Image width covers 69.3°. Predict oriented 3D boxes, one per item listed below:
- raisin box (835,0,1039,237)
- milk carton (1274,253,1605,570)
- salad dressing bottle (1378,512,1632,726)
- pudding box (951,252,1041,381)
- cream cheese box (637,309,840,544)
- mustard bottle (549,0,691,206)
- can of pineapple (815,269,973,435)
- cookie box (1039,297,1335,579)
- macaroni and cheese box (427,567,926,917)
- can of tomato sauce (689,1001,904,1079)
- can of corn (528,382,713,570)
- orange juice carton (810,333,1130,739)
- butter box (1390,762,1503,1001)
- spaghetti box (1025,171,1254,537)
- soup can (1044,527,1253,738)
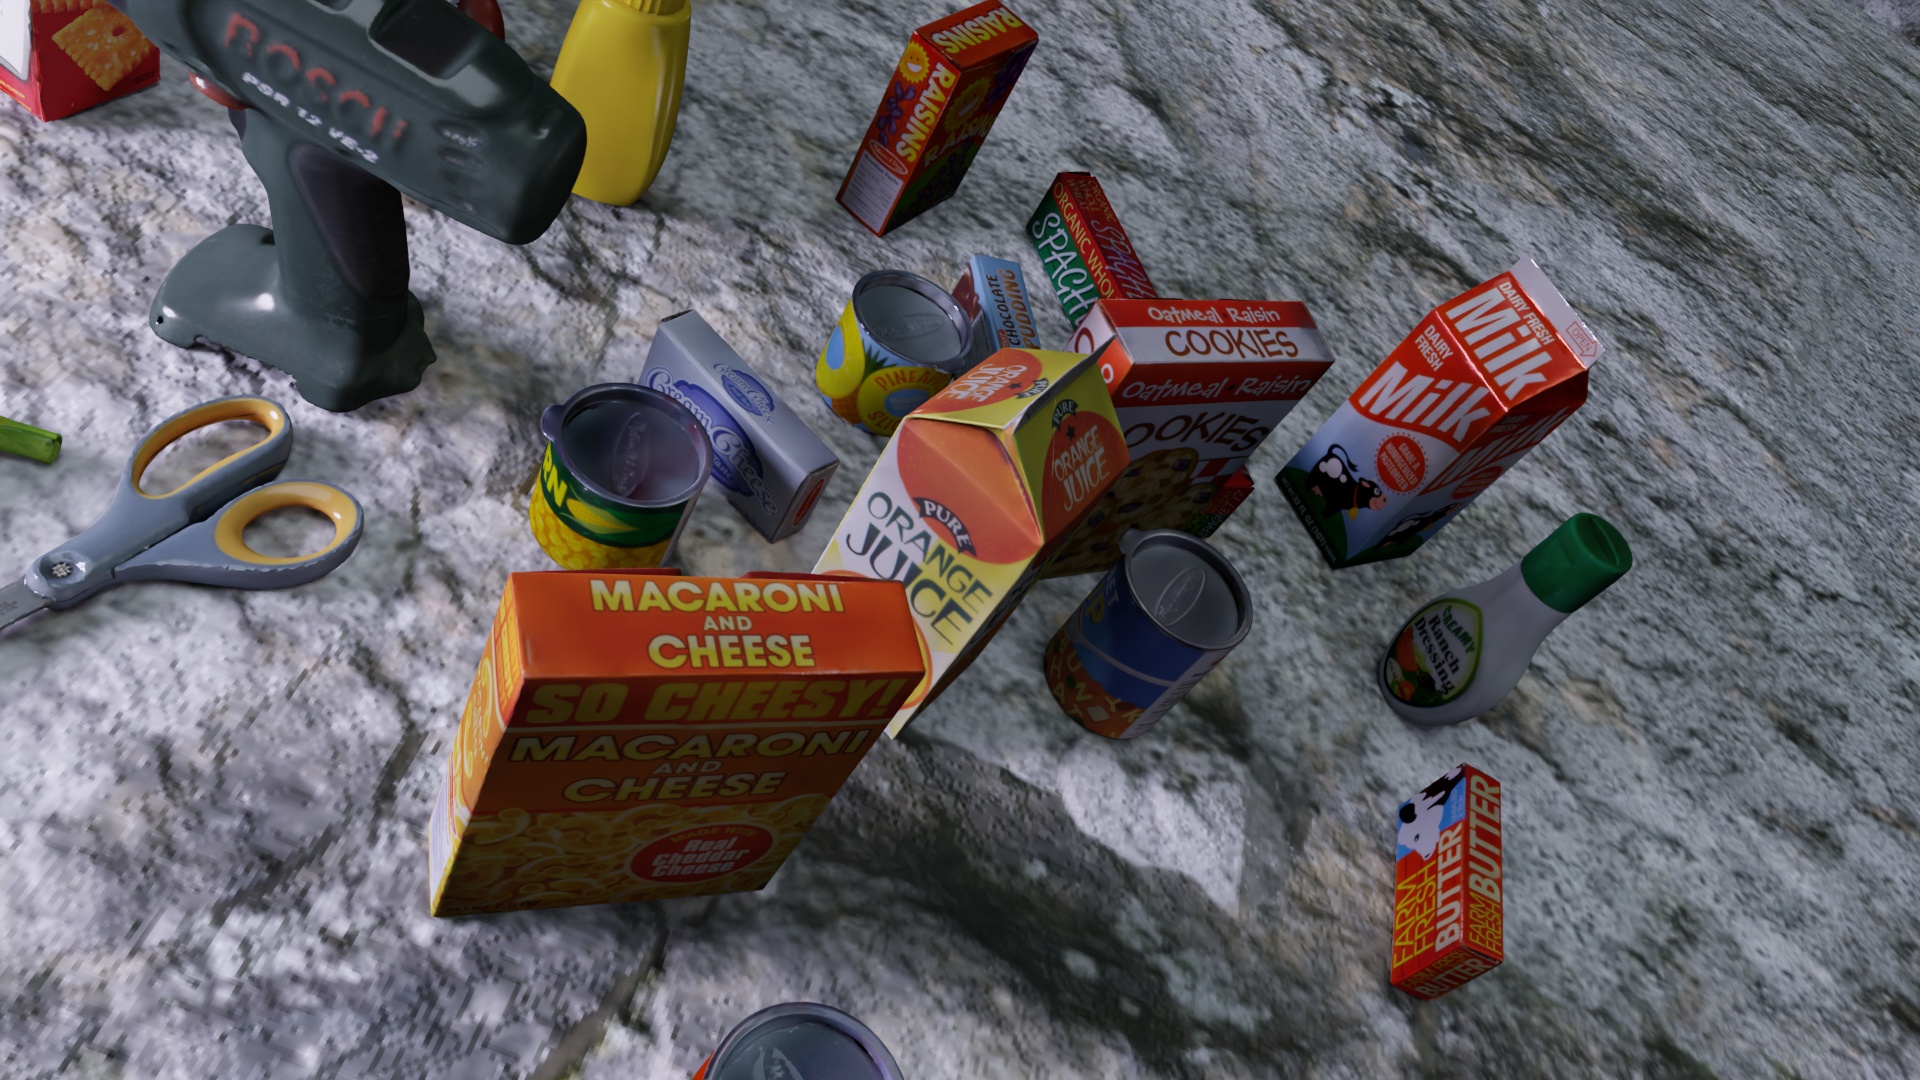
[{"bbox_3d":[-0.014,-0.244,0.804,0.040,0.122,0.086,42,45,7],"label":"raisin box"},{"bbox_3d":[0.269,-0.068,0.773,0.074,0.189,0.072,-8,59,-35],"label":"milk carton"},{"bbox_3d":[0.279,0.042,0.718,0.044,0.147,0.064,6,51,-26],"label":"salad dressing bottle"},{"bbox_3d":[0.017,-0.111,0.763,0.030,0.049,0.084,7,51,-25],"label":"pudding box"},{"bbox_3d":[-0.105,-0.052,0.641,0.104,0.053,0.024,46,46,11],"label":"cream cheese box"},{"bbox_3d":[-0.165,-0.241,0.688,0.065,0.159,0.049,19,47,-16],"label":"mustard bottle"},{"bbox_3d":[-0.034,-0.095,0.714,0.071,0.057,0.071,16,48,-18],"label":"can of pineapple"},{"bbox_3d":[0.080,-0.045,0.661,0.123,0.166,0.040,-6,58,-34],"label":"cookie box"},{"bbox_3d":[-0.101,0.070,0.461,0.124,0.165,0.040,2,53,-29],"label":"macaroni and cheese box"},{"bbox_3d":[-0.063,0.194,0.439,0.071,0.082,0.071,16,48,-18],"label":"can of tomato sauce"},{"bbox_3d":[-0.148,-0.024,0.590,0.071,0.058,0.071,16,48,-18],"label":"can of corn"},{"bbox_3d":[0.002,-0.007,0.567,0.073,0.191,0.072,42,45,7],"label":"orange juice carton"},{"bbox_3d":[0.230,0.161,0.657,0.024,0.052,0.104,28,45,-7],"label":"butter box"},{"bbox_3d":[0.099,-0.115,0.814,0.029,0.050,0.251,-1,55,-31],"label":"spaghetti box"},{"bbox_3d":[0.084,0.043,0.650,0.071,0.083,0.072,16,48,-18],"label":"soup can"}]
